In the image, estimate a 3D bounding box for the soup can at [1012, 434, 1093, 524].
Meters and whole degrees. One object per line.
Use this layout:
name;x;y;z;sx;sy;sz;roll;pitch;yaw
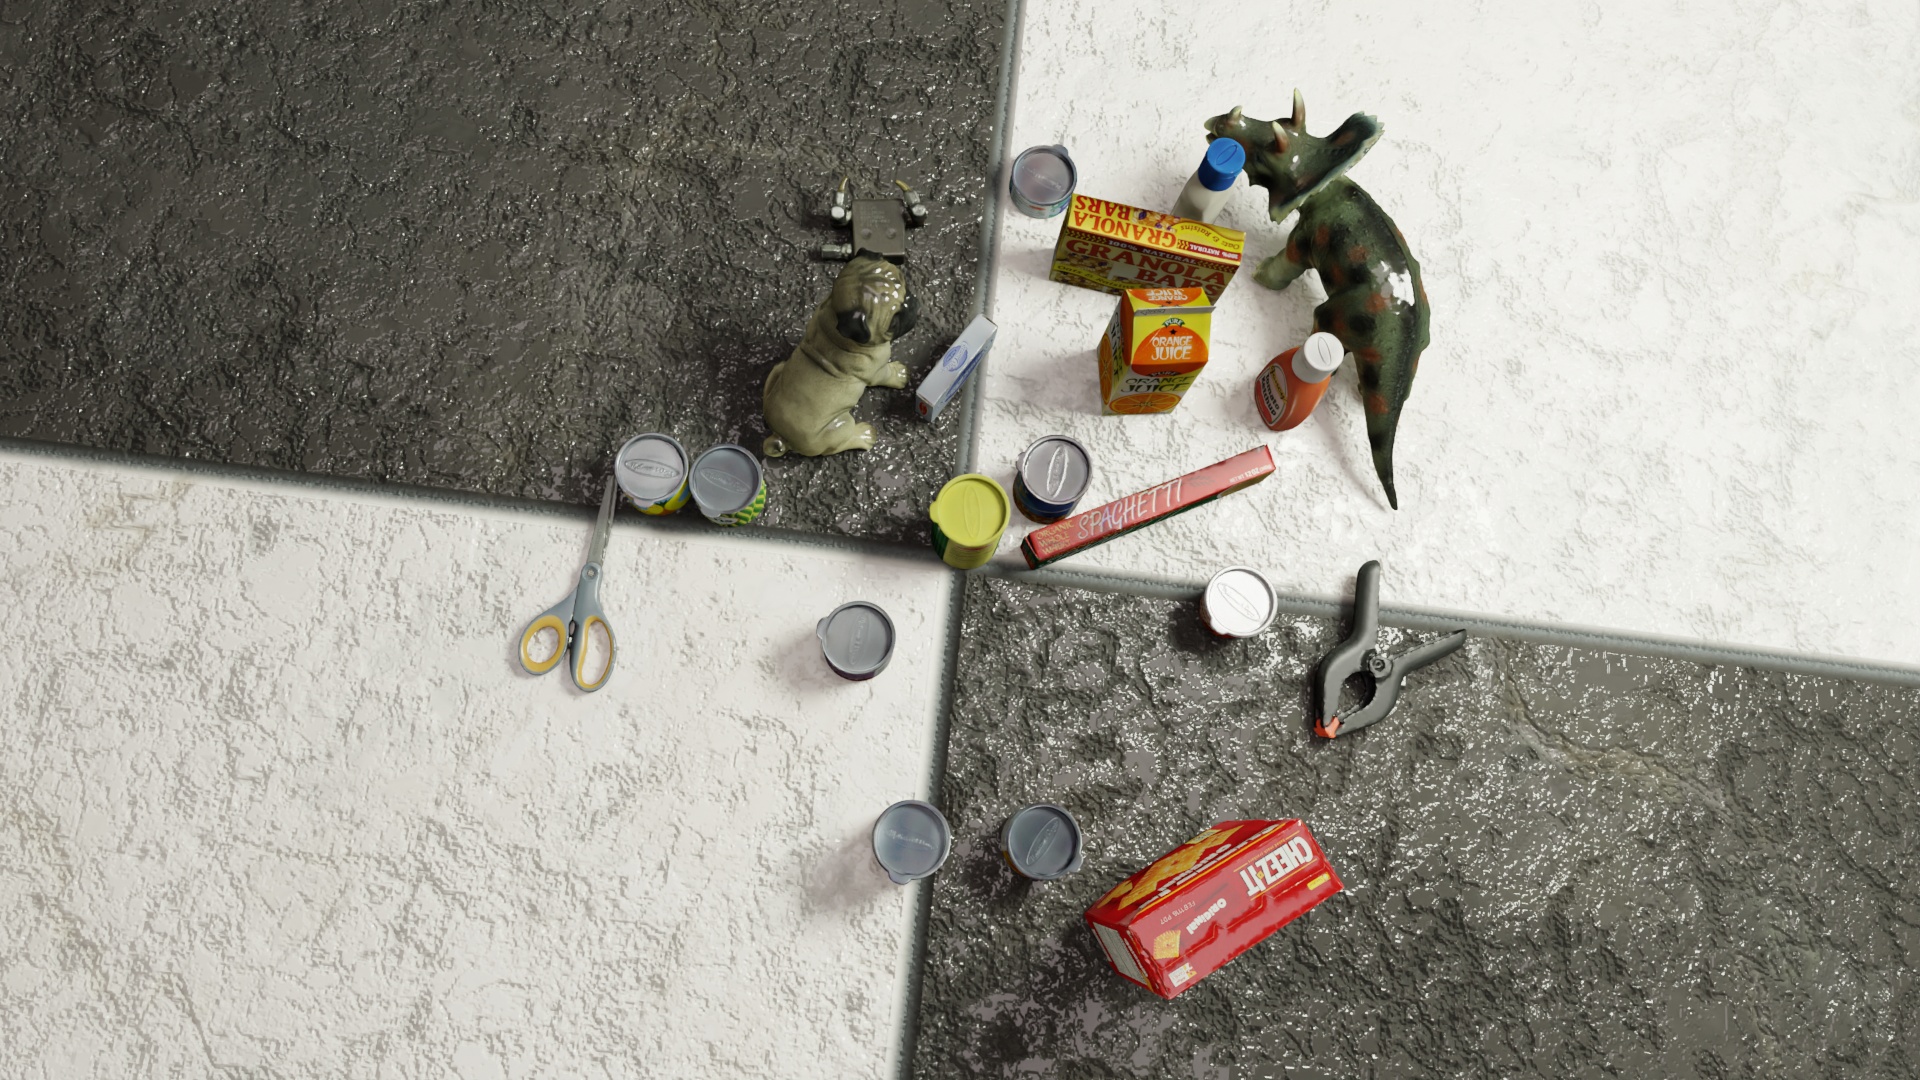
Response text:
soup can;0.082;-0.056;1.291;0.071;0.083;0.071;1;77;-4

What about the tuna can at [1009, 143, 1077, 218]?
tuna can;0.083;-0.360;1.388;0.071;0.032;0.071;1;77;-4

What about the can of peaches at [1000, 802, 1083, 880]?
can of peaches;0.072;0.268;1.227;0.071;0.058;0.071;1;77;-4

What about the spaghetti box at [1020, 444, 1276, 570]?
spaghetti box;0.176;-0.031;1.310;0.250;0.050;0.029;-21;80;-9

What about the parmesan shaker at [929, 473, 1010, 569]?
parmesan shaker;0.005;-0.016;1.266;0.071;0.103;0.071;1;77;-4

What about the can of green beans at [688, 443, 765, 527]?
can of green beans;-0.214;-0.050;1.280;0.071;0.057;0.071;1;77;-4

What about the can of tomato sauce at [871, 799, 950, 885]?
can of tomato sauce;-0.044;0.262;1.207;0.071;0.083;0.071;1;77;-4

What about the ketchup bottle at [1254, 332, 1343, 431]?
ketchup bottle;0.317;-0.152;1.298;0.043;0.148;0.065;-13;79;-7

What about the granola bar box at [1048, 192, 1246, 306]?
granola bar box;0.175;-0.271;1.327;0.166;0.124;0.039;12;77;-1

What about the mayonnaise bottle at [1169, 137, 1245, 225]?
mayonnaise bottle;0.237;-0.336;1.335;0.041;0.147;0.065;44;78;6

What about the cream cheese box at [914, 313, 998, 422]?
cream cheese box;-0.005;-0.164;1.325;0.024;0.053;0.104;37;77;4

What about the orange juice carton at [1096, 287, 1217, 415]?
orange juice carton;0.177;-0.177;1.271;0.072;0.192;0.073;-2;78;-5

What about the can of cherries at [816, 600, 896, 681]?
can of cherries;-0.095;0.090;1.256;0.071;0.058;0.071;1;77;-4

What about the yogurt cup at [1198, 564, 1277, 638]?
yogurt cup;0.255;0.060;1.292;0.072;0.054;0.072;1;77;-4

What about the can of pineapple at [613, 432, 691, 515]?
can of pineapple;-0.282;-0.059;1.277;0.071;0.057;0.071;1;77;-4
